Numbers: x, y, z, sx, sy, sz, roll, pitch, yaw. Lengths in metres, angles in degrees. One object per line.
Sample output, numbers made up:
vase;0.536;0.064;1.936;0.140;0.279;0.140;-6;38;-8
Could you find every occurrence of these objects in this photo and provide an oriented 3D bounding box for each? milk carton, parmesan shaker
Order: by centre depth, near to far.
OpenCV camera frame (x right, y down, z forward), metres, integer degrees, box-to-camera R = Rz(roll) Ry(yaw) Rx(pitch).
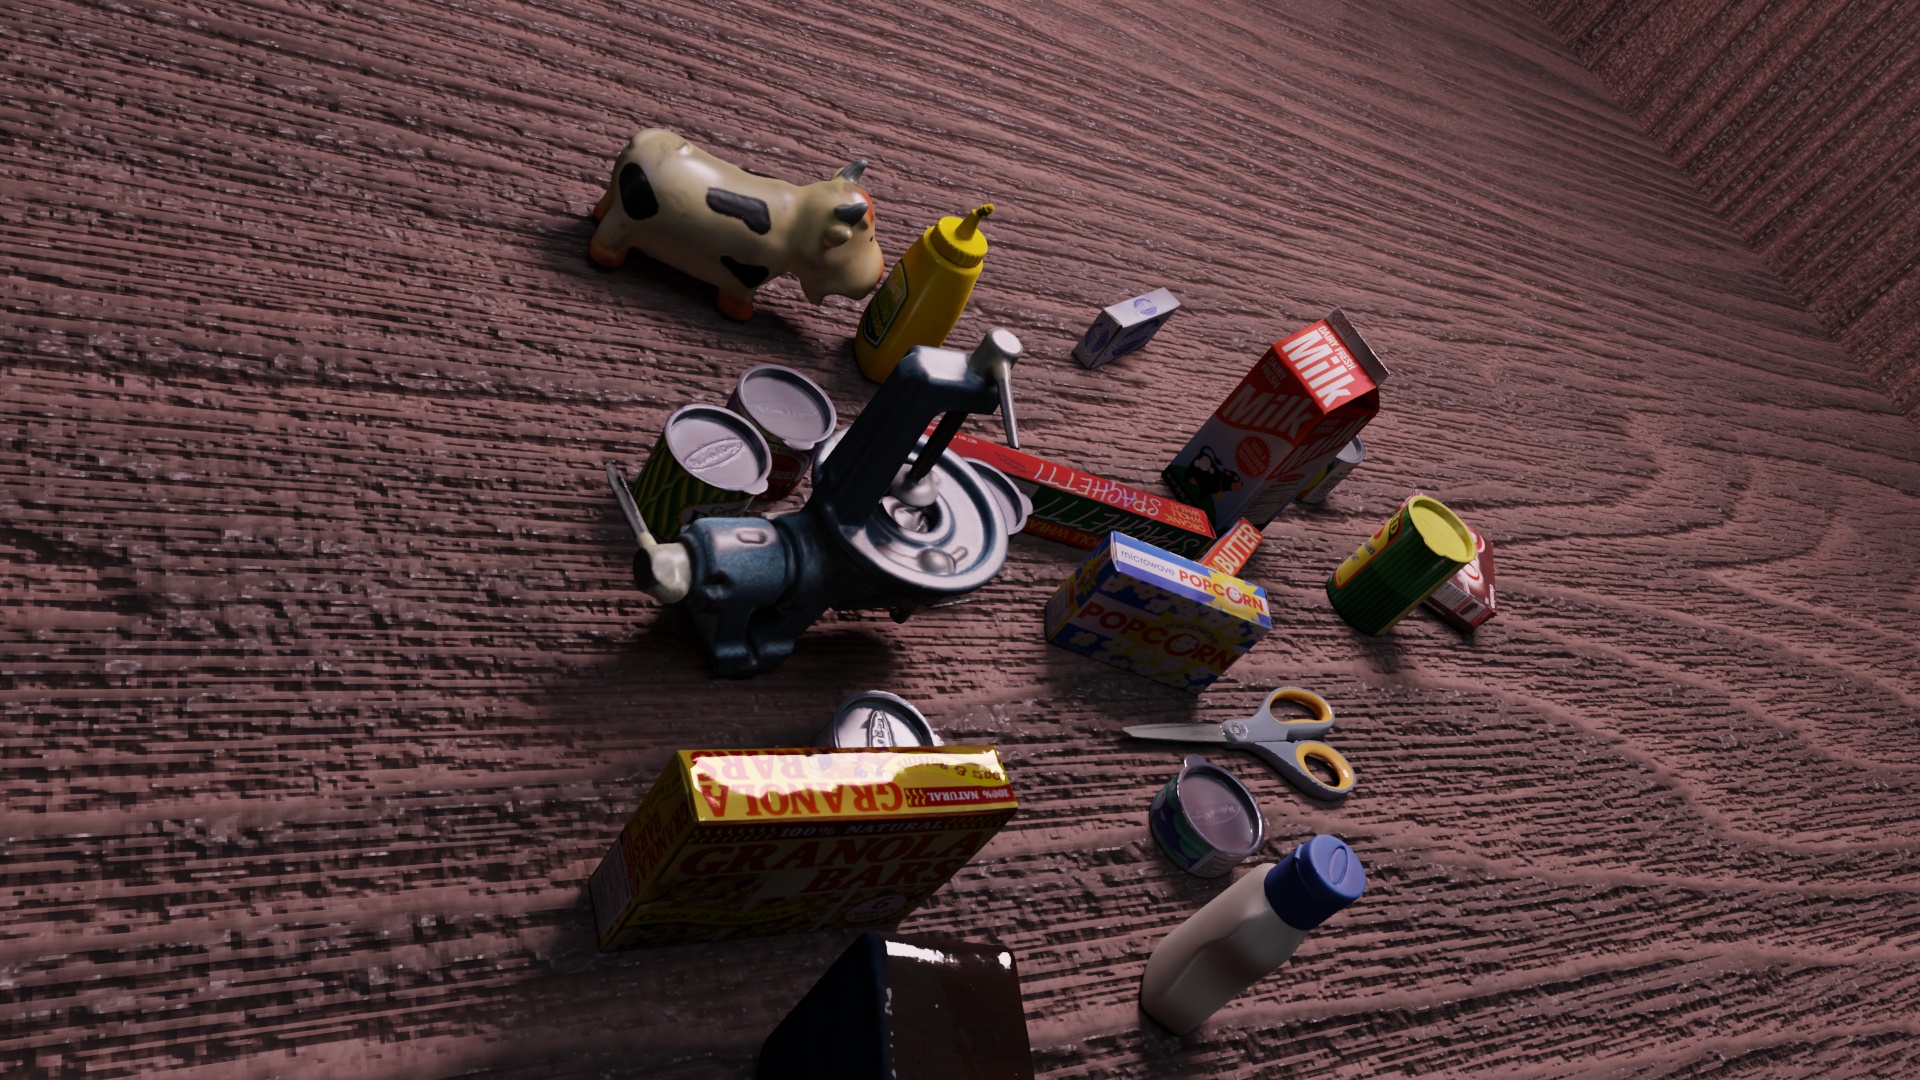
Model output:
milk carton;0.248;-0.088;1.072;0.073;0.189;0.072;-6;56;-41
parmesan shaker;0.349;0.023;1.109;0.071;0.102;0.072;21;42;-20

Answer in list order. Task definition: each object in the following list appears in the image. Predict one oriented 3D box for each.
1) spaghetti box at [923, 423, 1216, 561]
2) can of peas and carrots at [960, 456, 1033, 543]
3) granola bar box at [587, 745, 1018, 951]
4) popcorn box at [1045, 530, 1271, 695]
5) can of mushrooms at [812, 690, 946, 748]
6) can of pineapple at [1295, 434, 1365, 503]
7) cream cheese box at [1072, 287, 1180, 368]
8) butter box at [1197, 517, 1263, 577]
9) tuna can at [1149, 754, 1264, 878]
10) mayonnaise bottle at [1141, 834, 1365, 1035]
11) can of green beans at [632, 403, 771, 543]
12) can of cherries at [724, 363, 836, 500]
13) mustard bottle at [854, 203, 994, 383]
spaghetti box;0.067;-0.027;0.984;0.250;0.050;0.029;16;44;-25
can of peas and carrots;0.003;-0.011;0.914;0.071;0.058;0.071;21;42;-20
granola bar box;-0.073;0.144;0.653;0.166;0.123;0.039;5;49;-34
popcorn box;0.132;0.050;0.931;0.127;0.084;0.038;20;42;-21
can of mushrooms;-0.045;0.120;0.769;0.071;0.033;0.071;21;42;-20
can of pineapple;0.307;-0.076;1.209;0.071;0.057;0.071;21;42;-20
cream cheese box;0.143;-0.183;1.192;0.024;0.053;0.104;48;40;12
butter box;0.183;0.025;1.019;0.024;0.053;0.104;43;39;6
tuna can;0.152;0.173;0.869;0.071;0.032;0.071;21;42;-20
mayonnaise bottle;0.155;0.209;0.744;0.041;0.147;0.065;38;39;0
can of green beans;-0.153;-0.037;0.821;0.071;0.057;0.071;21;42;-20
can of cherries;-0.120;-0.066;0.874;0.071;0.058;0.072;21;42;-20
mustard bottle;-0.022;-0.180;0.979;0.049;0.159;0.065;11;46;-30
